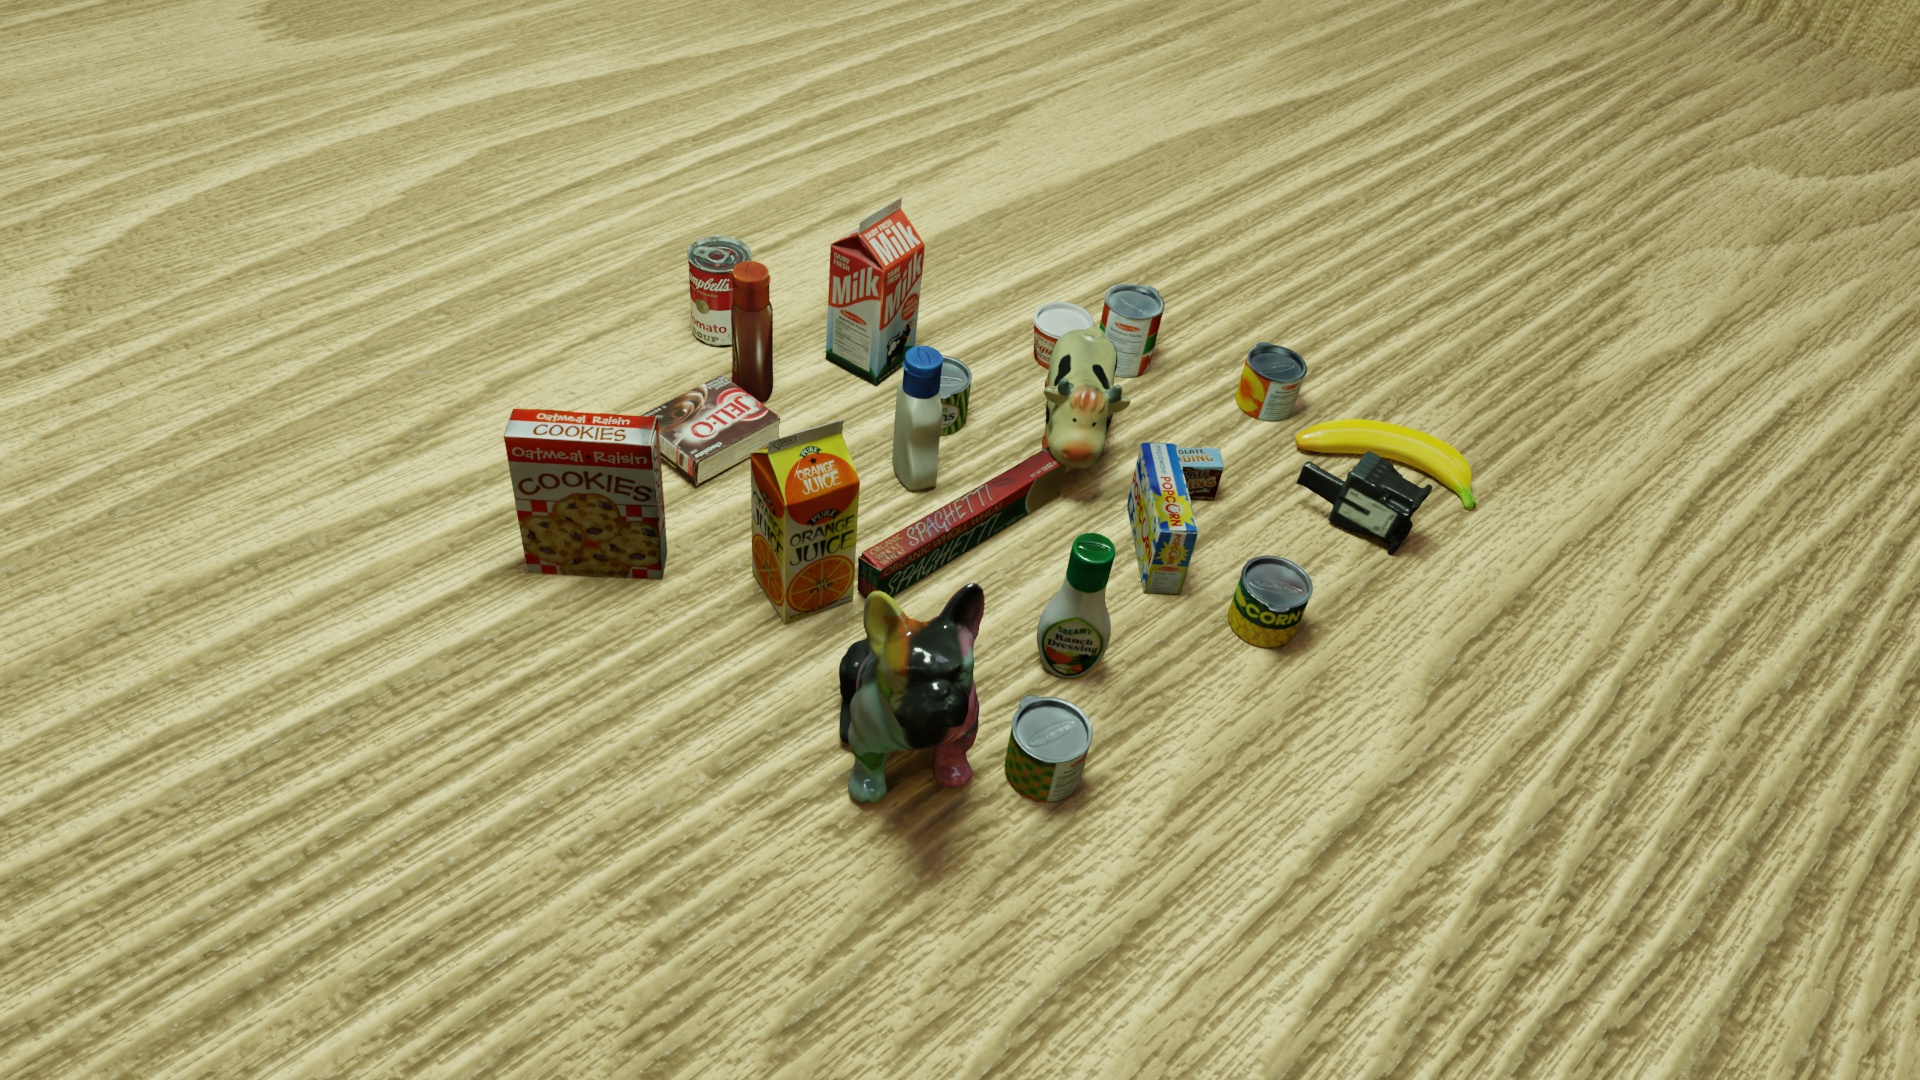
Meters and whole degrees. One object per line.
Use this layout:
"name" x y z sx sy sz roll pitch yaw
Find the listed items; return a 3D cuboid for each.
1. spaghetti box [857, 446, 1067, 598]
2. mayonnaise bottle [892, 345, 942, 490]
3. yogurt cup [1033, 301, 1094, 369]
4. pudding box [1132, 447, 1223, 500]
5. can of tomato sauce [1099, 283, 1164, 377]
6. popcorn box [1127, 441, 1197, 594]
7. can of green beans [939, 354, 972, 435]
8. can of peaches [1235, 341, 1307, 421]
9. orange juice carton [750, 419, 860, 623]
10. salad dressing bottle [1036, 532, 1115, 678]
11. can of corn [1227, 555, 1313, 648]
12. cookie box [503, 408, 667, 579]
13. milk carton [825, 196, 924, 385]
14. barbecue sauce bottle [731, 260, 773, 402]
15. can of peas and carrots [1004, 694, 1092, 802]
"spaghetti box" 0.005 -0.017 1.327 0.251 0.049 0.029 -31 56 -32
"mayonnaise bottle" -0.041 -0.121 1.357 0.041 0.147 0.065 -11 47 -18
"yogurt cup" 0.112 -0.226 1.551 0.072 0.053 0.073 4 45 -4
"pudding box" 0.221 -0.069 1.410 0.084 0.049 0.030 2 45 -6
"can of tomato sauce" 0.188 -0.234 1.549 0.071 0.082 0.071 4 45 -4
"popcorn box" 0.192 -0.023 1.334 0.038 0.084 0.127 2 45 -6
"can of green beans" -0.023 -0.152 1.454 0.071 0.057 0.071 4 45 -4
"can of peaches" 0.340 -0.174 1.527 0.071 0.057 0.071 4 45 -4
"orange juice carton" -0.136 -0.024 1.214 0.072 0.191 0.073 -19 50 -25
"salad dressing bottle" 0.103 0.057 1.197 0.064 0.146 0.044 10 45 3
"can of corn" 0.285 0.059 1.283 0.071 0.058 0.071 4 45 -4
"cookie box" -0.325 -0.039 1.221 0.123 0.166 0.040 3 45 -5
"milk carton" -0.090 -0.268 1.468 0.073 0.189 0.073 30 49 21
"barbecue sauce bottle" -0.214 -0.216 1.428 0.044 0.147 0.065 0 45 -8
"can of peas and carrots" 0.070 0.170 1.141 0.071 0.058 0.071 4 45 -4
